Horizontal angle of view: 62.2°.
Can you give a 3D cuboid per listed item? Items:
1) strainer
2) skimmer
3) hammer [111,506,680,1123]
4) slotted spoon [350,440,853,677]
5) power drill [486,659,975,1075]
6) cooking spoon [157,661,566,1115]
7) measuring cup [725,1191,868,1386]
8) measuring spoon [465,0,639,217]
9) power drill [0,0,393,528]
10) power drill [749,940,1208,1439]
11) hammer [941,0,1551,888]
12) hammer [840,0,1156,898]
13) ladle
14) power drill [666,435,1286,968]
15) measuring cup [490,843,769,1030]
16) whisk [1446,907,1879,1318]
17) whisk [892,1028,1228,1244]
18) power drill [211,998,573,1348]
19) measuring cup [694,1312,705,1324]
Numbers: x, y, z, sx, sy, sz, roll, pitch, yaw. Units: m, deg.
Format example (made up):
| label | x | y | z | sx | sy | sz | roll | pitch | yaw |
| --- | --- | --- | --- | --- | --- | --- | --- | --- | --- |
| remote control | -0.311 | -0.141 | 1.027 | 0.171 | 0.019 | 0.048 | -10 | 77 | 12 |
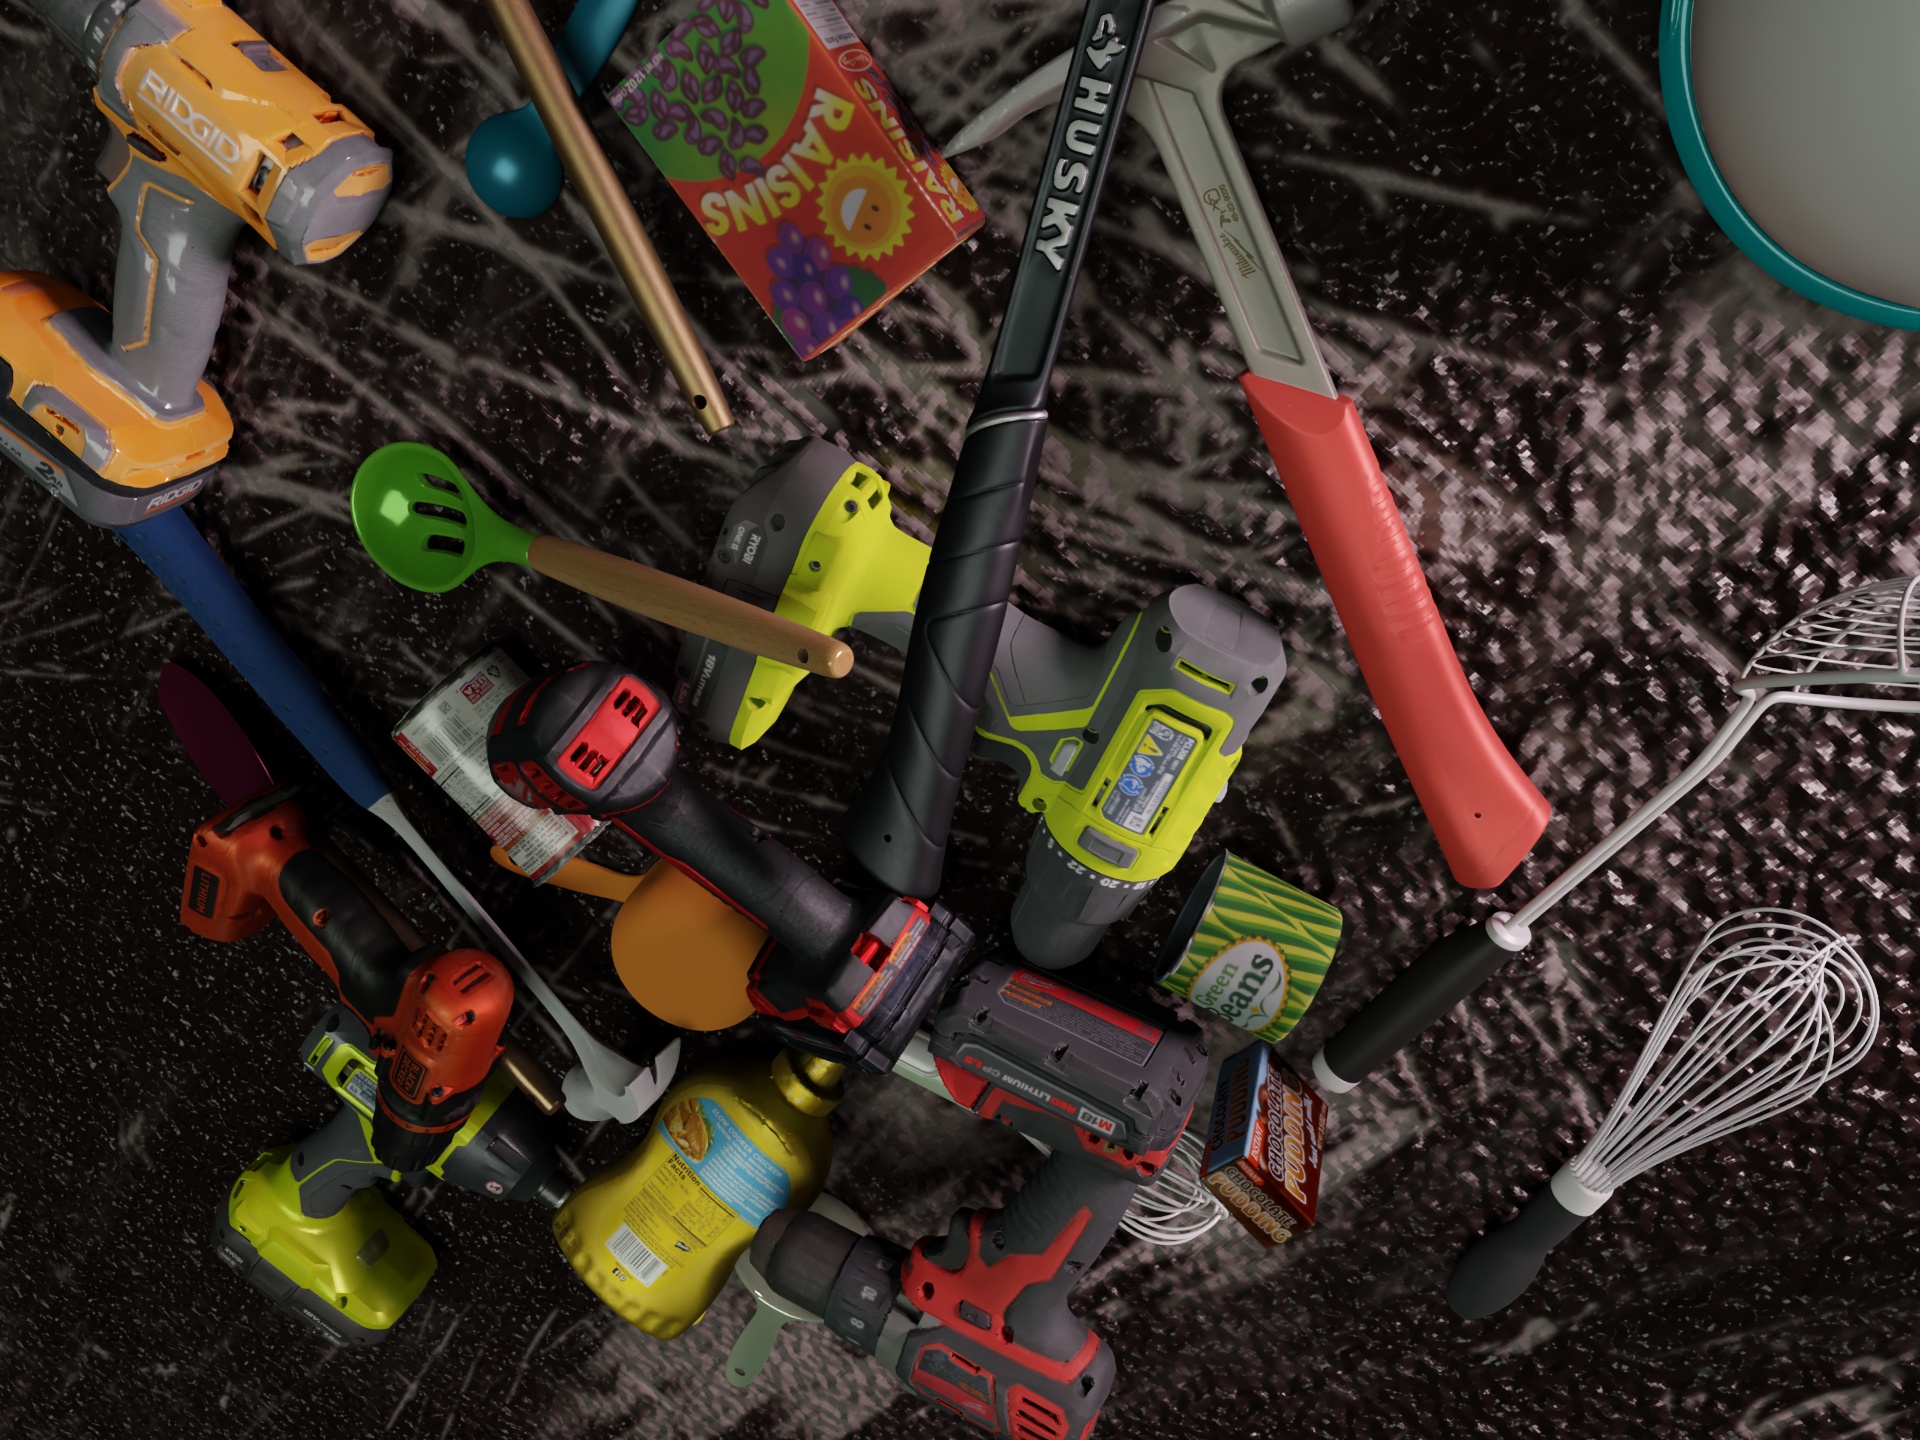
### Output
| label | x | y | z | sx | sy | sz | roll | pitch | yaw |
| --- | --- | --- | --- | --- | --- | --- | --- | --- | --- |
| strainer | 0.254 | -0.226 | 0.449 | 0.340 | 0.095 | 0.210 | 23 | 123 | 5 |
| skimmer | 0.267 | 0.071 | 0.612 | 0.127 | 0.090 | 0.363 | 6 | 137 | -35 |
| hammer | -0.287 | 0.047 | 0.811 | 0.405 | 0.035 | 0.144 | 53 | 149 | -8 |
| slotted spoon | -0.160 | -0.063 | 0.667 | 0.314 | 0.031 | 0.070 | 20 | 114 | 37 |
| power drill | -0.112 | 0.059 | 0.702 | 0.219 | 0.078 | 0.143 | 42 | 159 | -20 |
| cooking spoon | -0.322 | 0.091 | 0.852 | 0.319 | 0.017 | 0.068 | 47 | 133 | 4 |
| measuring cup | -0.103 | 0.331 | 0.922 | 0.083 | 0.038 | 0.167 | 28 | 125 | 3 |
| measuring spoon | -0.161 | -0.252 | 0.628 | 0.042 | 0.021 | 0.128 | 41 | 123 | -5 |
| power drill | -0.370 | -0.219 | 0.690 | 0.185 | 0.084 | 0.226 | 41 | 119 | -5 |
| power drill | 0.004 | 0.221 | 0.748 | 0.188 | 0.080 | 0.226 | 22 | 112 | 16 |
| hammer | 0.132 | -0.089 | 0.605 | 0.149 | 0.037 | 0.359 | -18 | 110 | 27 |
| hammer | 0.026 | -0.122 | 0.558 | 0.149 | 0.036 | 0.408 | 21 | 110 | 17 |
| ladle | -0.168 | -0.252 | 0.595 | 0.078 | 0.062 | 0.320 | -20 | 105 | 24 |
| power drill | -0.001 | -0.002 | 0.678 | 0.228 | 0.080 | 0.190 | 27 | 123 | 1 |
| measuring cup | -0.172 | 0.102 | 0.809 | 0.173 | 0.052 | 0.095 | 16 | 122 | 9 |
| whisk | 0.288 | 0.184 | 0.692 | 0.070 | 0.070 | 0.284 | 27 | 128 | 4 |
| whisk | 0.020 | 0.189 | 0.794 | 0.246 | 0.058 | 0.059 | 25 | 156 | 10 |
| power drill | -0.342 | 0.276 | 0.956 | 0.171 | 0.080 | 0.223 | 40 | 120 | -3 |
| measuring cup | -0.156 | 0.308 | 0.931 | 0.062 | 0.029 | 0.156 | 17 | 119 | 10 |
